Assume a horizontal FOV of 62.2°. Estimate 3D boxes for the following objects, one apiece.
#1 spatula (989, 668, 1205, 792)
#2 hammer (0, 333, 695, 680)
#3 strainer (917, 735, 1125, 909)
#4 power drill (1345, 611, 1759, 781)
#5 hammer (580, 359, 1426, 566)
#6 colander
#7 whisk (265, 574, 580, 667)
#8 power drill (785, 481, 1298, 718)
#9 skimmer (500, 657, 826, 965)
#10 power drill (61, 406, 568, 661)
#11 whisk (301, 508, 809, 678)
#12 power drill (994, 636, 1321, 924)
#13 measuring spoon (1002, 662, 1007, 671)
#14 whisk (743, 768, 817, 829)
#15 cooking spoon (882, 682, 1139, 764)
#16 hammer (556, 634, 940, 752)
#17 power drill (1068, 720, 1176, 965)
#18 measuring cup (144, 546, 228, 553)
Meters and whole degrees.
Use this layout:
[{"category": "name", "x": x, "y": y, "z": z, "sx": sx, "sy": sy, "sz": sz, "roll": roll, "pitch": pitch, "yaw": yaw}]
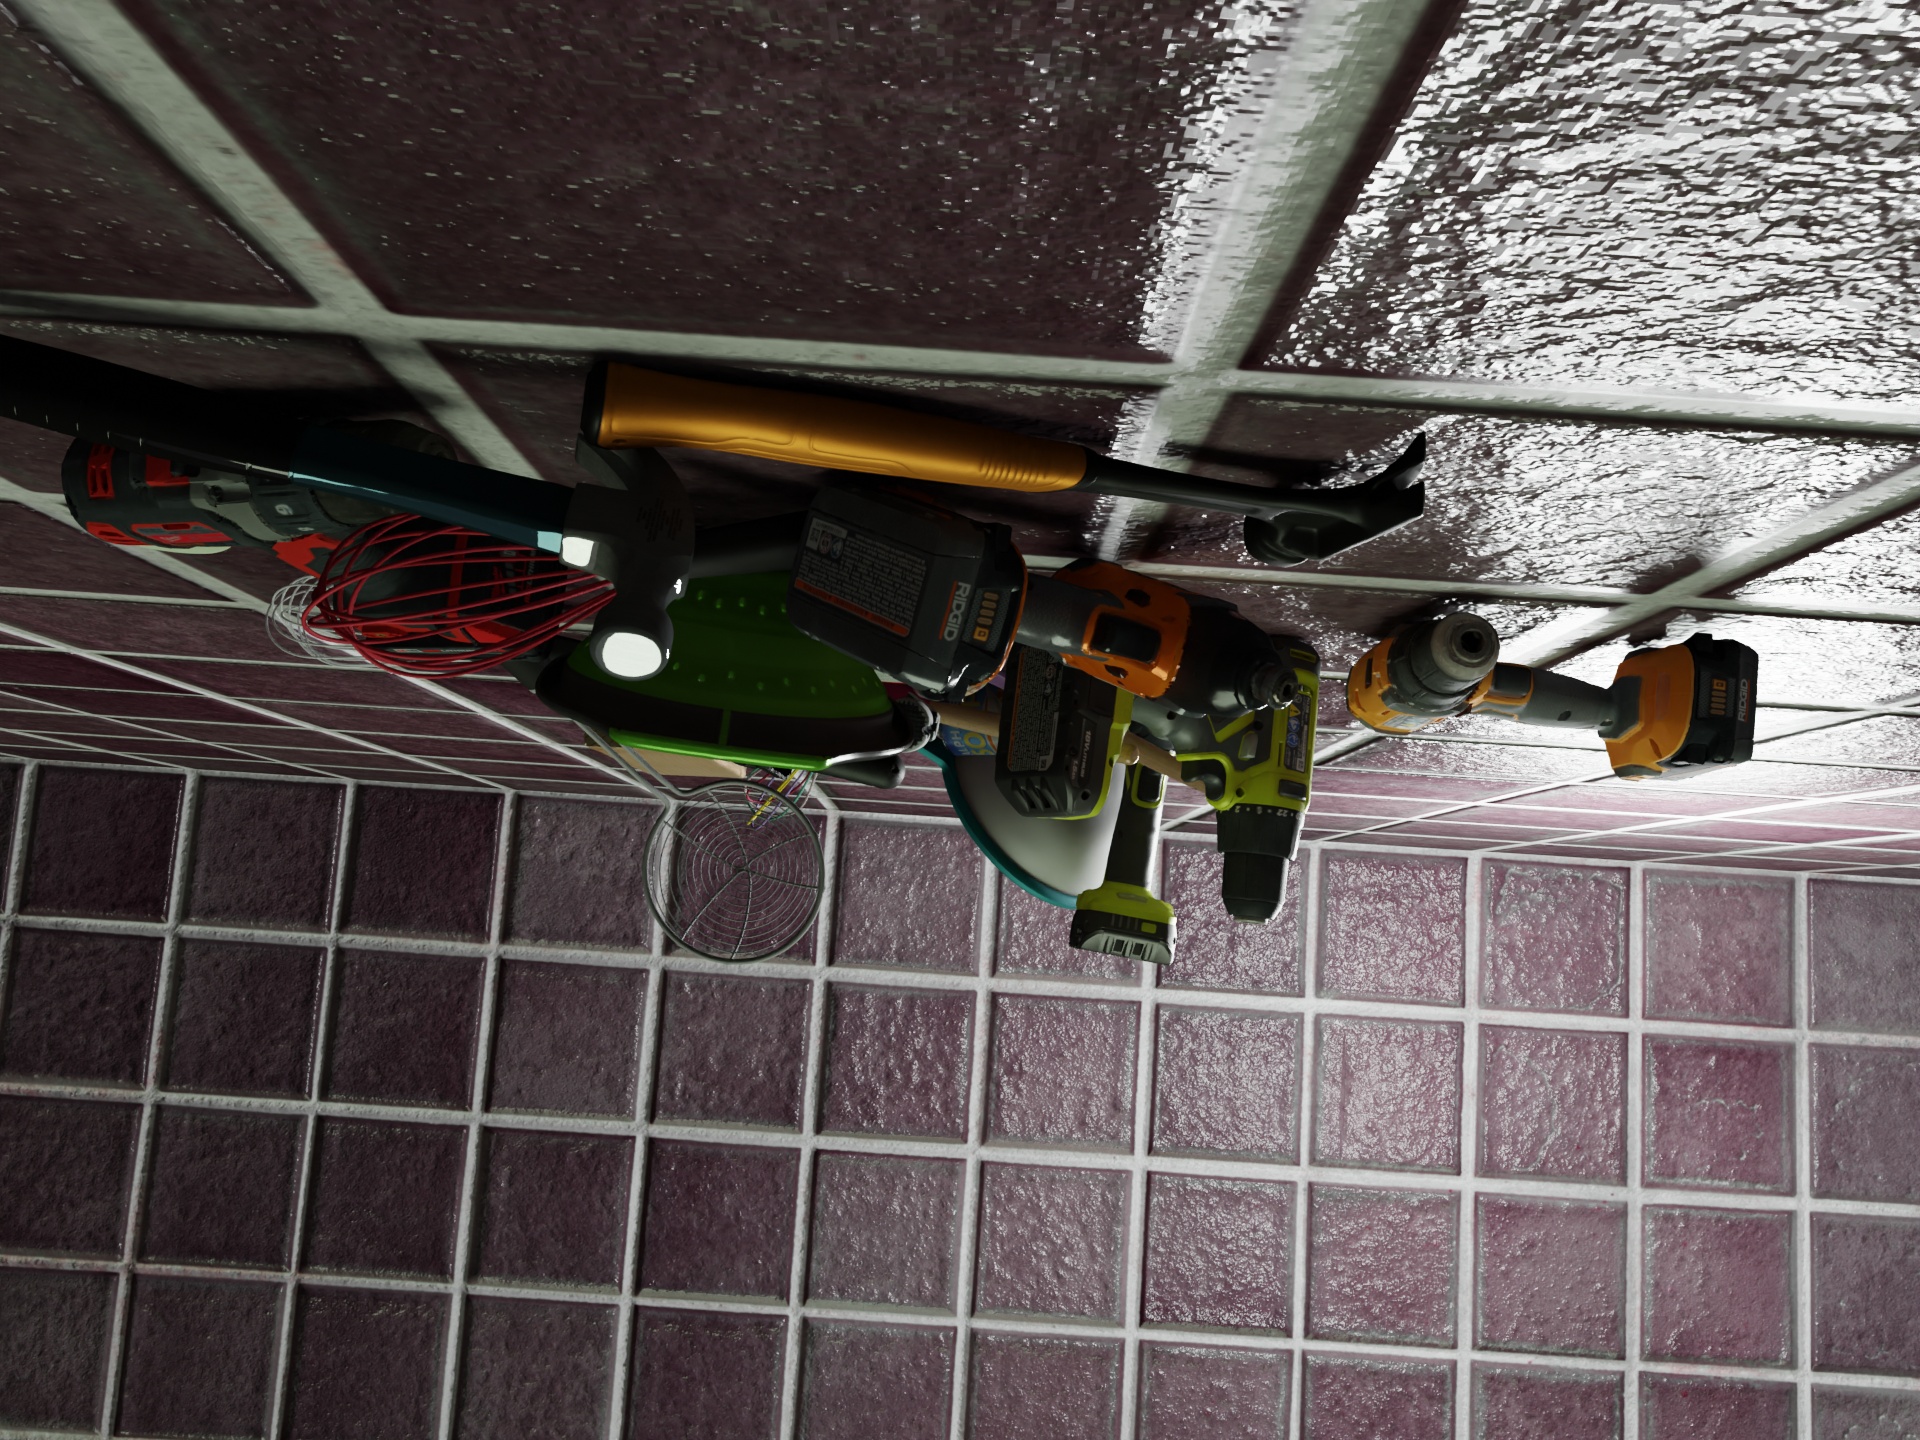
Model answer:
[{"category": "spatula", "x": 0.070, "y": -0.009, "z": 1.141, "sx": 0.315, "sy": 0.018, "sz": 0.060, "roll": 26, "pitch": 179, "yaw": -31}, {"category": "hammer", "x": -0.263, "y": -0.104, "z": 0.600, "sx": 0.331, "sy": 0.128, "sz": 0.033, "roll": 14, "pitch": 134, "yaw": -11}, {"category": "strainer", "x": 0.042, "y": 0.027, "z": 1.397, "sx": 0.340, "sy": 0.211, "sz": 0.095, "roll": 32, "pitch": 124, "yaw": -27}, {"category": "power drill", "x": 0.368, "y": -0.021, "z": 0.986, "sx": 0.226, "sy": 0.084, "sz": 0.185, "roll": 8, "pitch": 171, "yaw": 2}, {"category": "hammer", "x": 0.018, "y": -0.107, "z": 0.648, "sx": 0.336, "sy": 0.034, "sz": 0.127, "roll": 6, "pitch": 173, "yaw": -15}, {"category": "colander", "x": -0.129, "y": -0.062, "z": 0.937, "sx": 0.204, "sy": 0.094, "sz": 0.397, "roll": 8, "pitch": -170, "yaw": -8}, {"category": "whisk", "x": -0.312, "y": -0.052, "z": 1.045, "sx": 0.284, "sy": 0.070, "sz": 0.070, "roll": 9, "pitch": 172, "yaw": -2}, {"category": "power drill", "x": 0.049, "y": -0.048, "z": 0.774, "sx": 0.226, "sy": 0.084, "sz": 0.164, "roll": 8, "pitch": -168, "yaw": -40}, {"category": "skimmer", "x": -0.222, "y": 0.025, "z": 1.021, "sx": 0.362, "sy": 0.127, "sz": 0.090, "roll": 51, "pitch": -177, "yaw": -38}, {"category": "power drill", "x": -0.279, "y": -0.092, "z": 0.771, "sx": 0.188, "sy": 0.080, "sz": 0.226, "roll": 1, "pitch": 169, "yaw": 19}, {"category": "whisk", "x": -0.150, "y": -0.071, "z": 0.718, "sx": 0.295, "sy": 0.073, "sz": 0.073, "roll": -15, "pitch": -173, "yaw": -42}, {"category": "power drill", "x": 0.139, "y": 0.026, "z": 1.034, "sx": 0.228, "sy": 0.191, "sz": 0.080, "roll": 13, "pitch": 168, "yaw": -32}, {"category": "measuring spoon", "x": 0.005, "y": -0.048, "z": 1.201, "sx": 0.124, "sy": 0.018, "sz": 0.034, "roll": 10, "pitch": 173, "yaw": 6}, {"category": "whisk", "x": -0.121, "y": 0.021, "z": 1.346, "sx": 0.047, "sy": 0.051, "sz": 0.245, "roll": -8, "pitch": 154, "yaw": -42}, {"category": "cooking spoon", "x": -0.002, "y": -0.004, "z": 1.172, "sx": 0.319, "sy": 0.069, "sz": 0.017, "roll": 13, "pitch": 148, "yaw": 40}, {"category": "hammer", "x": -0.214, "y": -0.035, "z": 1.122, "sx": 0.409, "sy": 0.036, "sz": 0.149, "roll": 11, "pitch": -177, "yaw": 4}, {"category": "power drill", "x": 0.147, "y": 0.081, "z": 1.291, "sx": 0.080, "sy": 0.223, "sz": 0.171, "roll": 10, "pitch": 173, "yaw": 1}, {"category": "measuring cup", "x": -0.409, "y": -0.103, "z": 0.867, "sx": 0.083, "sy": 0.038, "sz": 0.167, "roll": 3, "pitch": 170, "yaw": 2}]
